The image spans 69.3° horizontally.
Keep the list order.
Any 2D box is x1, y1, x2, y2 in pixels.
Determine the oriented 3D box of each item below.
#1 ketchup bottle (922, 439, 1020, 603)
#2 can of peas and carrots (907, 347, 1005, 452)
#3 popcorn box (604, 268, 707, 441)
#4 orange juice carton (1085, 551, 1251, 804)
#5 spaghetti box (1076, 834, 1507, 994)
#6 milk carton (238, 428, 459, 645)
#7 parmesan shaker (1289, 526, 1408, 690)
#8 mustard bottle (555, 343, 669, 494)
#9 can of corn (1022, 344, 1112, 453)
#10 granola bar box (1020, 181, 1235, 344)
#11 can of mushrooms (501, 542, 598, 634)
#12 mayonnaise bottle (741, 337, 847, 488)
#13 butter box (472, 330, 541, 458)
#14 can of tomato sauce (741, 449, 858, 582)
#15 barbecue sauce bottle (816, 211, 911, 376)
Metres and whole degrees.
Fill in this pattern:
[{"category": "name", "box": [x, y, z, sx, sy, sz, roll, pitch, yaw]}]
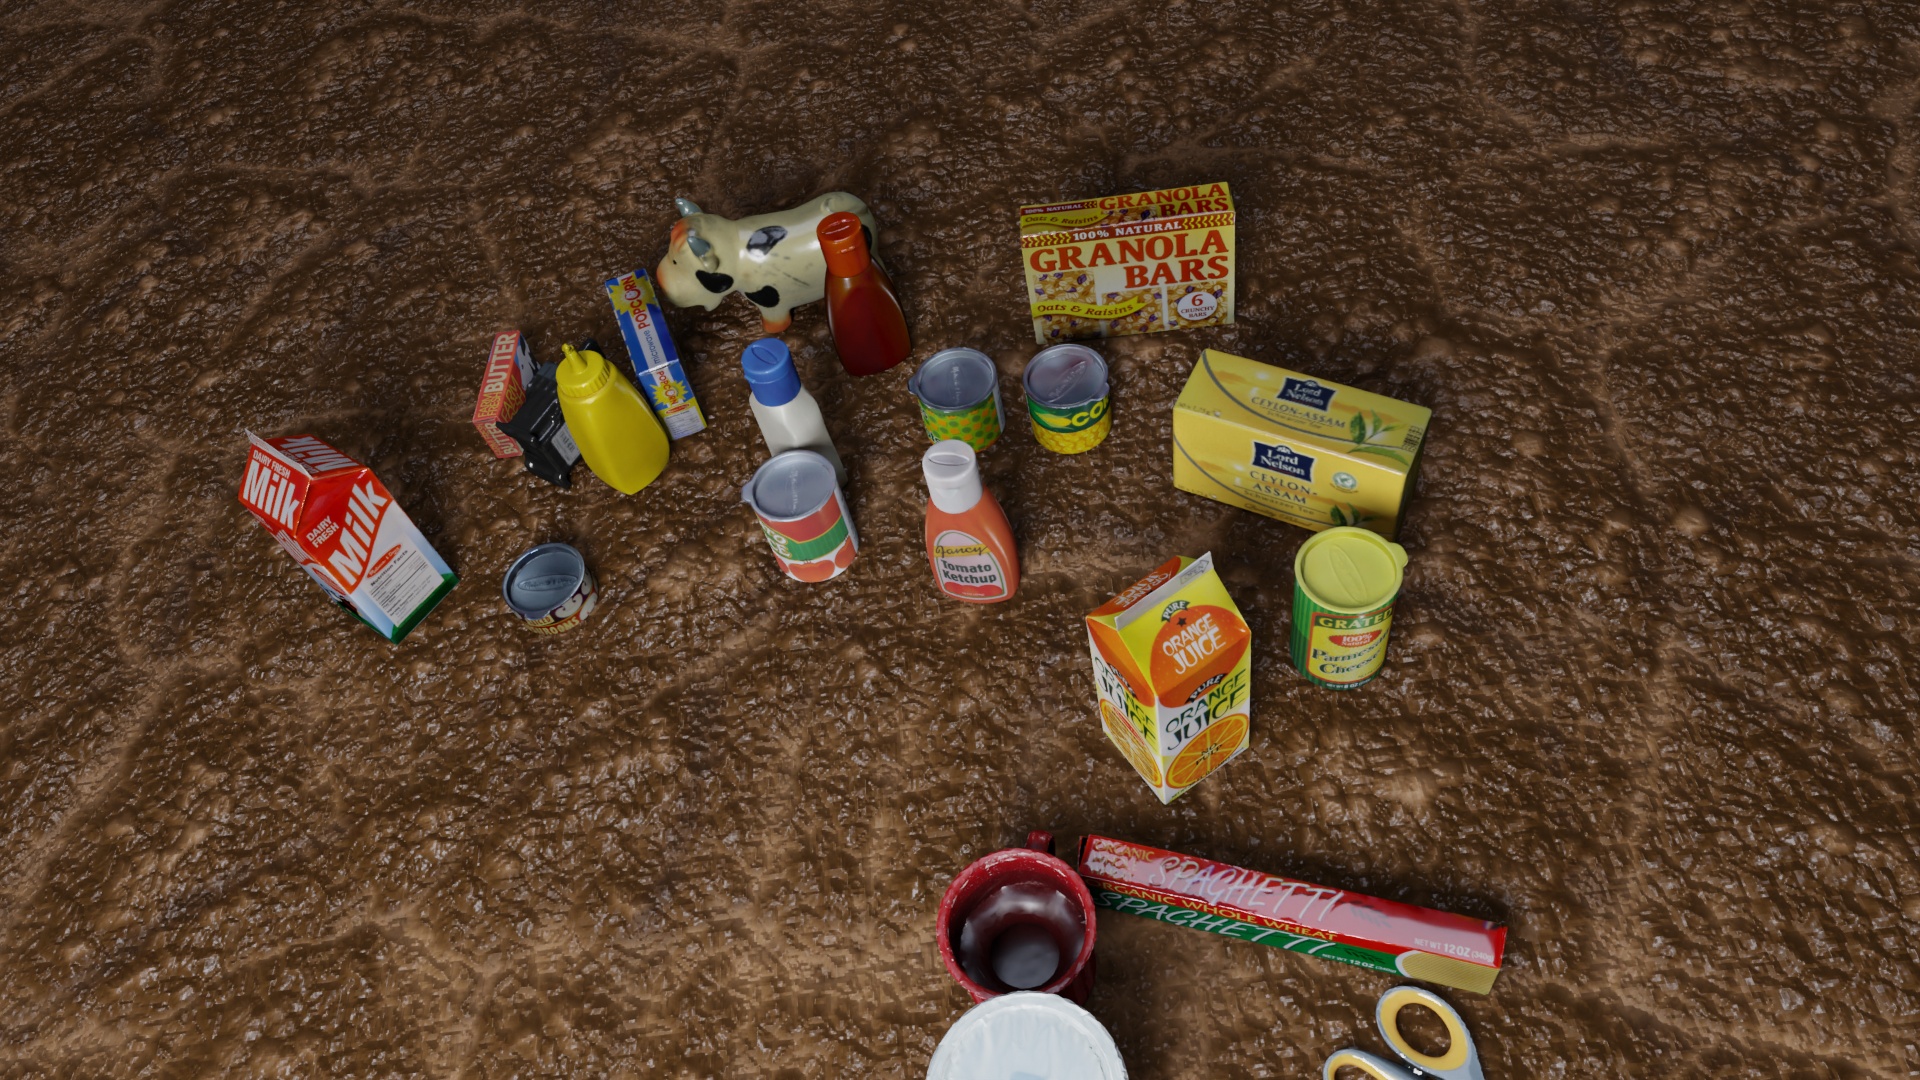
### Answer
[{"category": "ketchup bottle", "box": [0.004, -0.012, 0.981, 0.065, 0.148, 0.044, 4, 56, 14]}, {"category": "can of peas and carrots", "box": [-0.002, -0.110, 1.109, 0.071, 0.058, 0.071, -5, 54, 7]}, {"category": "popcorn box", "box": [-0.258, -0.157, 1.176, 0.038, 0.084, 0.127, -23, 53, -6]}, {"category": "orange juice carton", "box": [0.130, 0.080, 0.863, 0.072, 0.191, 0.073, -32, 55, -12]}, {"category": "spaghetti box", "box": [0.192, 0.223, 0.835, 0.250, 0.050, 0.029, 9, 57, 17]}, {"category": "milk carton", "box": [-0.464, -0.010, 1.042, 0.072, 0.189, 0.074, 26, 63, 26]}, {"category": "parmesan shaker", "box": [0.256, 0.046, 0.919, 0.071, 0.102, 0.071, -5, 54, 7]}, {"category": "mustard bottle", "box": [-0.281, -0.104, 1.094, 0.049, 0.159, 0.065, 31, 65, 28]}, {"category": "can of corn", "box": [0.087, -0.110, 1.092, 0.071, 0.058, 0.071, -5, 54, 7]}, {"category": "granola bar box", "box": [0.137, -0.223, 1.124, 0.165, 0.123, 0.039, -5, 54, 7]}, {"category": "can of mushrooms", "box": [-0.318, 0.040, 1.076, 0.071, 0.033, 0.071, -5, 54, 7]}, {"category": "mayonnaise bottle", "box": [-0.130, -0.092, 1.065, 0.065, 0.147, 0.041, 35, 67, 30]}, {"category": "butter box", "box": [-0.390, -0.126, 1.198, 0.024, 0.053, 0.104, -5, 54, 7]}, {"category": "can of tomato sauce", "box": [-0.119, -0.017, 1.048, 0.071, 0.082, 0.071, -5, 54, 7]}, {"category": "barbecue sauce bottle", "box": [-0.083, -0.201, 1.135, 0.065, 0.147, 0.044, -21, 53, -4]}]
